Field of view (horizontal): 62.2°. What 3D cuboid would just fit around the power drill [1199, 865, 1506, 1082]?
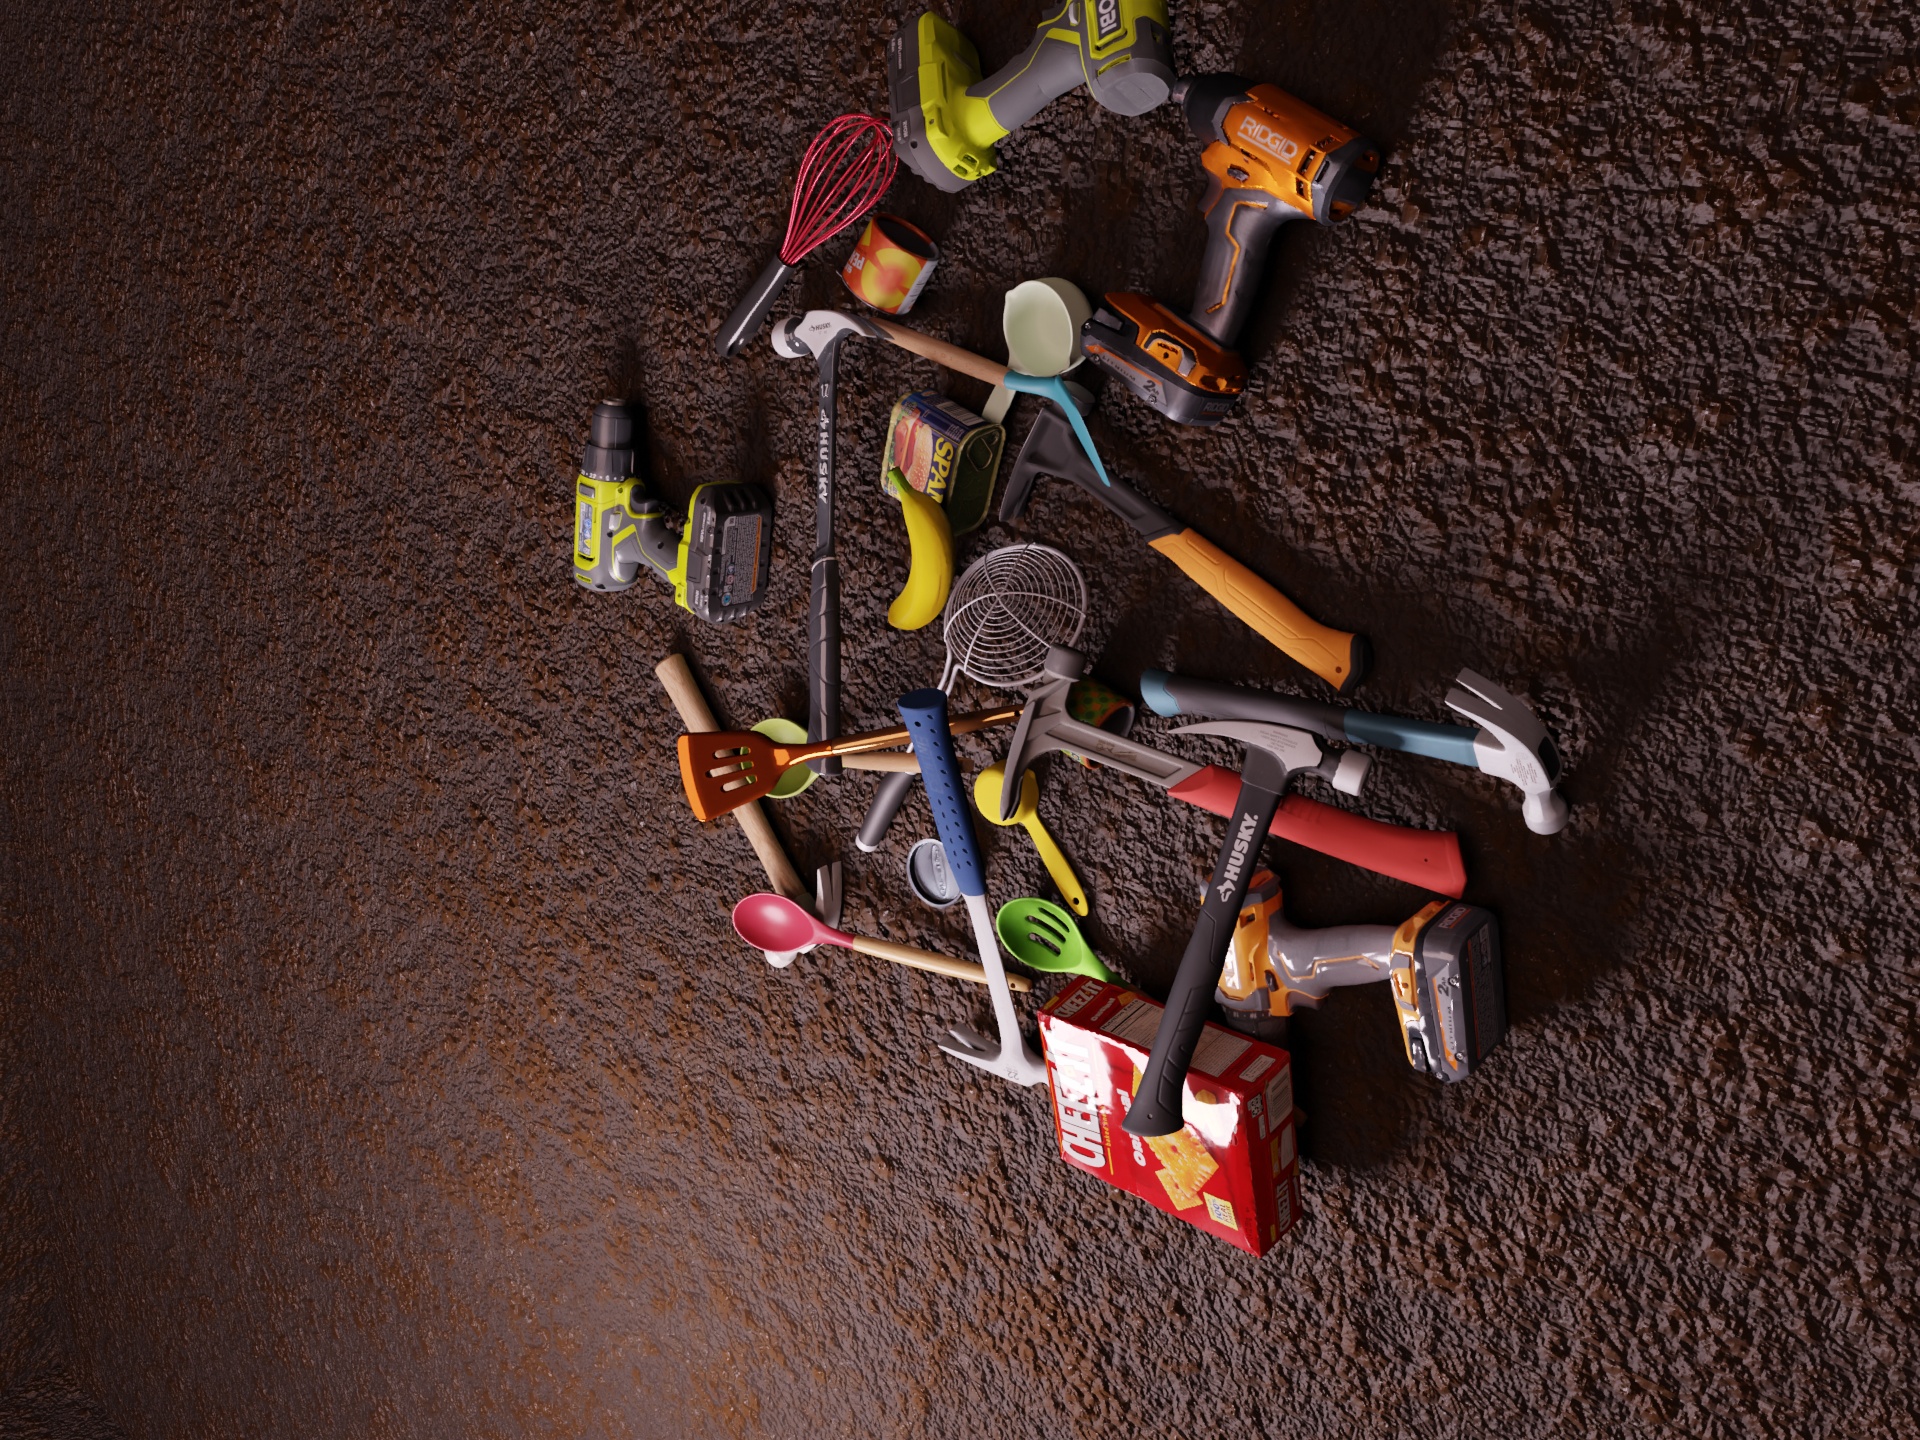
[{"bbox_3d":[0.293,0.213,1.216,0.226,0.084,0.185,4,111,41],"label":"power drill"}]

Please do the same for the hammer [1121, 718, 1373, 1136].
[{"bbox_3d":[0.184,0.158,1.192,0.146,0.035,0.334,20,99,19],"label":"hammer"}]

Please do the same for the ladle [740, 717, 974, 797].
[{"bbox_3d":[-0.098,0.037,1.436,0.320,0.062,0.078,1,96,53],"label":"ladle"}]

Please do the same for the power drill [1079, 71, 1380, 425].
[{"bbox_3d":[0.180,-0.349,1.157,0.164,0.084,0.226,42,120,24],"label":"power drill"}]

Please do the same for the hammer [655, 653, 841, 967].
[{"bbox_3d":[-0.219,0.079,1.603,0.130,0.031,0.331,-36,79,38],"label":"hammer"}]

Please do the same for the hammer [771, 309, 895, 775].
[{"bbox_3d":[-0.115,-0.156,1.399,0.149,0.036,0.409,6,97,52],"label":"hammer"}]

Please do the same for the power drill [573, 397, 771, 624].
[{"bbox_3d":[-0.293,-0.203,1.559,0.229,0.080,0.190,23,115,34],"label":"power drill"}]

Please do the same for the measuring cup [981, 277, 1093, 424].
[{"bbox_3d":[0.058,-0.290,1.299,0.083,0.038,0.167,53,144,16],"label":"measuring cup"}]

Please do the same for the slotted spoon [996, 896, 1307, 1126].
[{"bbox_3d":[0.161,0.247,1.359,0.314,0.031,0.070,34,120,24],"label":"slotted spoon"}]

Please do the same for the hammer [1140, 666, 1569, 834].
[{"bbox_3d":[0.277,0.002,1.179,0.331,0.033,0.128,12,143,40],"label":"hammer"}]

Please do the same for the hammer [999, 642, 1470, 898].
[{"bbox_3d":[0.207,0.066,1.217,0.359,0.036,0.149,21,100,19],"label":"hammer"}]

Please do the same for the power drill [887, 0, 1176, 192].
[{"bbox_3d":[0.054,-0.510,1.201,0.223,0.080,0.171,-15,72,36],"label":"power drill"}]

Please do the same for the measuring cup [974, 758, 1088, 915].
[{"bbox_3d":[0.063,0.106,1.393,0.062,0.029,0.156,-40,75,37],"label":"measuring cup"}]

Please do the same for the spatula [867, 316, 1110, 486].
[{"bbox_3d":[0.015,-0.278,1.289,0.318,0.044,0.082,33,162,41],"label":"spatula"}]

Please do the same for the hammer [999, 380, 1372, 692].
[{"bbox_3d":[0.176,-0.126,1.244,0.337,0.034,0.127,40,122,23],"label":"hammer"}]

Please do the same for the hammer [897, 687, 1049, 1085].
[{"bbox_3d":[0.008,0.154,1.366,0.144,0.035,0.405,7,125,35],"label":"hammer"}]

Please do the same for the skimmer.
[{"bbox_3d":[-0.002,-0.005,1.415,0.127,0.090,0.363,58,140,28],"label":"skimmer"}]

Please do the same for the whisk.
[{"bbox_3d":[-0.144,-0.421,1.399,0.295,0.073,0.073,-43,75,42],"label":"whisk"}]

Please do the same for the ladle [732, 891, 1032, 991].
[{"bbox_3d":[-0.077,0.215,1.507,0.315,0.031,0.069,10,119,25],"label":"ladle"}]

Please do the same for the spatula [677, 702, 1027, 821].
[{"bbox_3d":[-0.089,0.021,1.361,0.322,0.041,0.081,-11,95,20],"label":"spatula"}]
